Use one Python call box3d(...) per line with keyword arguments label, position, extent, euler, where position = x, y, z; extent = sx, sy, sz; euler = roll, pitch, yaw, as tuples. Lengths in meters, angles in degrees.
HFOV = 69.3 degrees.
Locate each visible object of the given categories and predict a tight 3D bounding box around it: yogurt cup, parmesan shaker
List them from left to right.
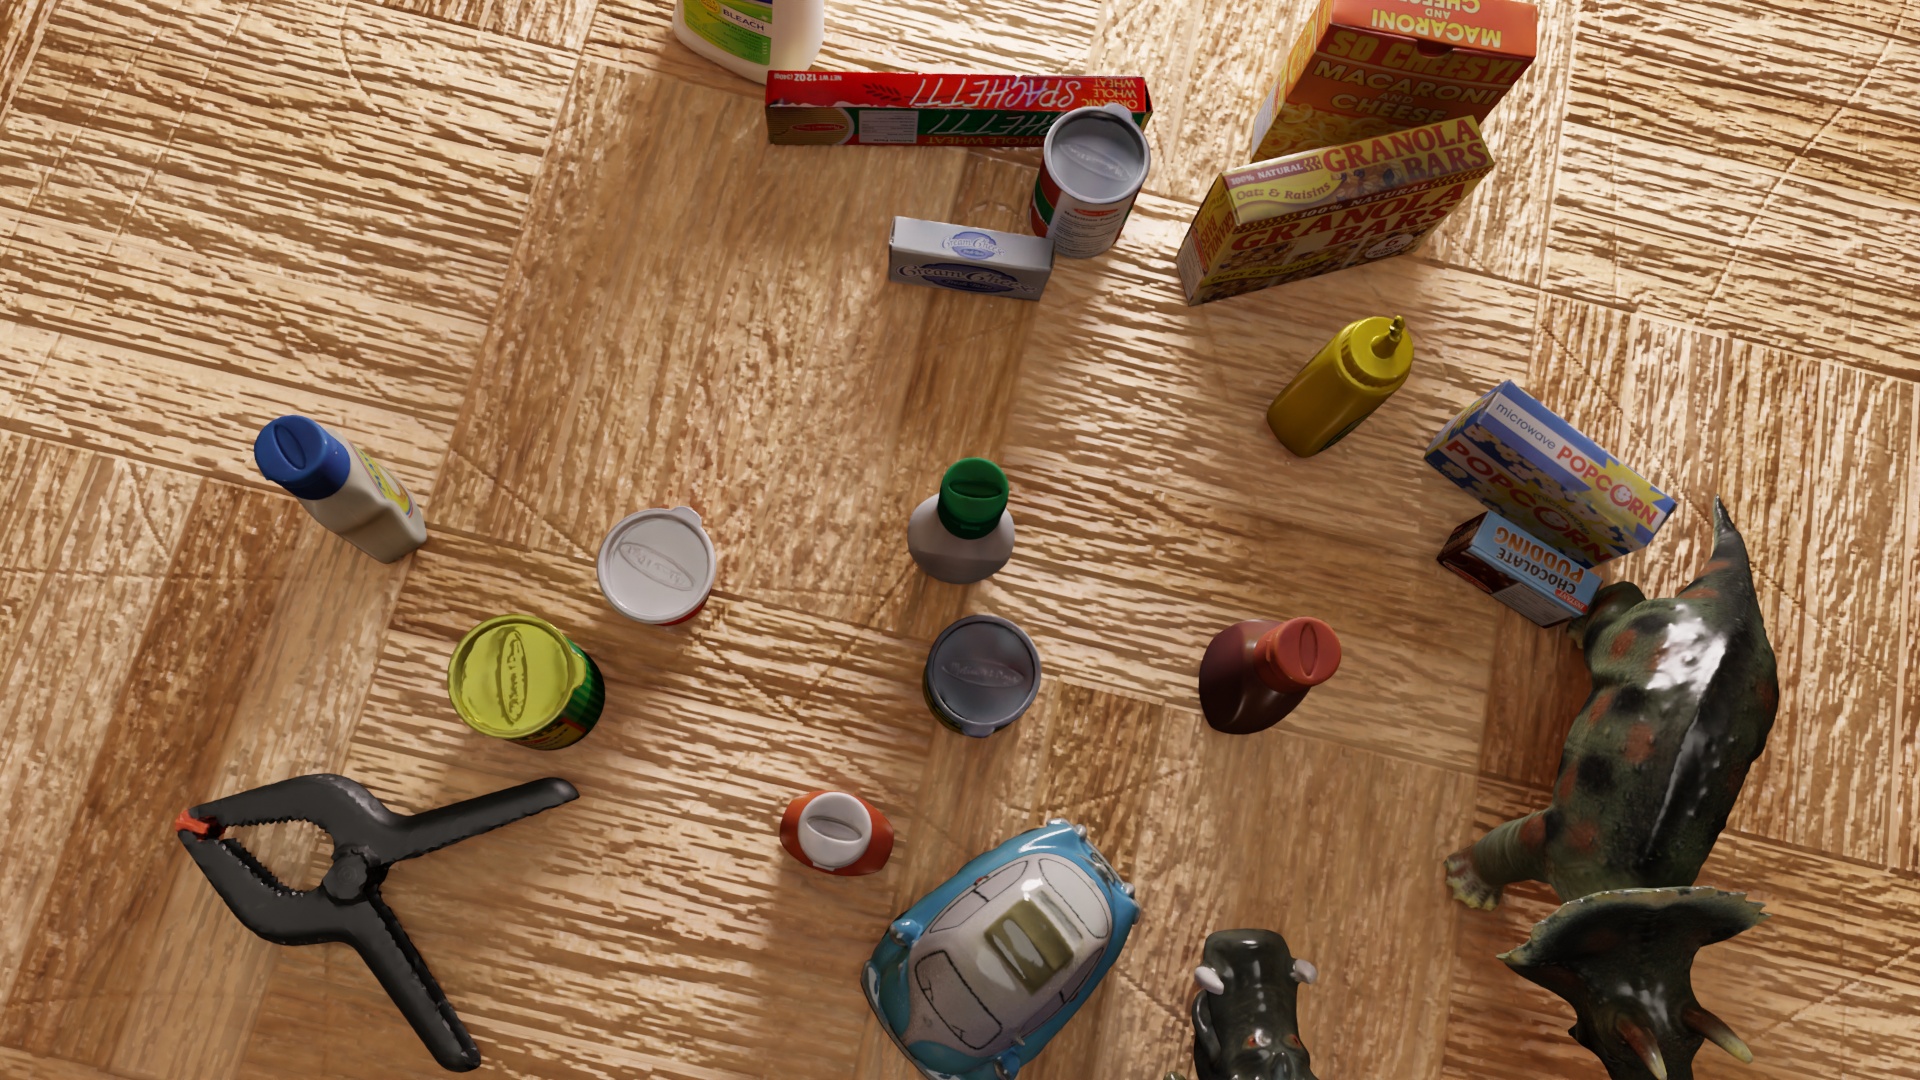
box3d(label="parmesan shaker", position=(-0.237, 0.082, 0.778), extent=(0.071, 0.103, 0.071), euler=(1, 77, -4))
box3d(label="yogurt cup", position=(-0.177, 0.020, 0.824), extent=(0.072, 0.054, 0.072), euler=(1, 77, -4))

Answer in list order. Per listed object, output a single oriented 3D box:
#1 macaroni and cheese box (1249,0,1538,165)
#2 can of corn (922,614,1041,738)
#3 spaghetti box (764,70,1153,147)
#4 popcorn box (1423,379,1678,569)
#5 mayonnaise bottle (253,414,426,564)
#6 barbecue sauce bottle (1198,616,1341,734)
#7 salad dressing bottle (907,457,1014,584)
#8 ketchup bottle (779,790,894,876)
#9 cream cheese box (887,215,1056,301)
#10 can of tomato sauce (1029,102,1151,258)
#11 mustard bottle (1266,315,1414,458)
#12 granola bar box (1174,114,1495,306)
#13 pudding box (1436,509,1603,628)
box3d(label="macaroni and cheese box", position=(0.266, -0.282, 0.875), extent=(0.124, 0.166, 0.040), euler=(9, 77, -3))
box3d(label="can of corn", position=(0.011, 0.084, 0.821), extent=(0.071, 0.058, 0.071), euler=(1, 77, -4))
box3d(label="spaghetti box", position=(-0.001, -0.282, 0.913), extent=(0.250, 0.050, 0.029), euler=(-1, 77, -5))
box3d(label="popcorn box", position=(0.363, -0.038, 0.866), extent=(0.127, 0.085, 0.038), euler=(38, 77, 5))
box3d(label="mayonnaise bottle", position=(-0.344, -0.030, 0.774), extent=(0.041, 0.147, 0.065), euler=(-33, 82, -11))
box3d(label="barbecue sauce bottle", position=(0.174, 0.073, 0.791), extent=(0.044, 0.148, 0.065), euler=(5, 77, -3))
box3d(label="salad dressing bottle", position=(0.003, -0.010, 0.797), extent=(0.064, 0.147, 0.044), euler=(7, 77, -3))
box3d(label="ketchup bottle", position=(-0.067, 0.159, 0.750), extent=(0.065, 0.148, 0.043), euler=(16, 76, -1))
box3d(label="cream cheese box", position=(0.006, -0.179, 0.887), extent=(0.104, 0.053, 0.024), euler=(8, 77, -3))
box3d(label="can of tomato sauce", position=(0.081, -0.229, 0.890), extent=(0.071, 0.083, 0.071), euler=(1, 77, -4))
box3d(label="mustard bottle", position=(0.233, -0.096, 0.831), extent=(0.065, 0.160, 0.049), euler=(-39, 83, -12))
box3d(label="granola bar box", position=(0.229, -0.206, 0.875), extent=(0.166, 0.124, 0.039), euler=(-15, 79, -8))
box3d(label="pudding box", position=(0.349, 0.019, 0.869), extent=(0.084, 0.049, 0.030), euler=(32, 77, 3))
